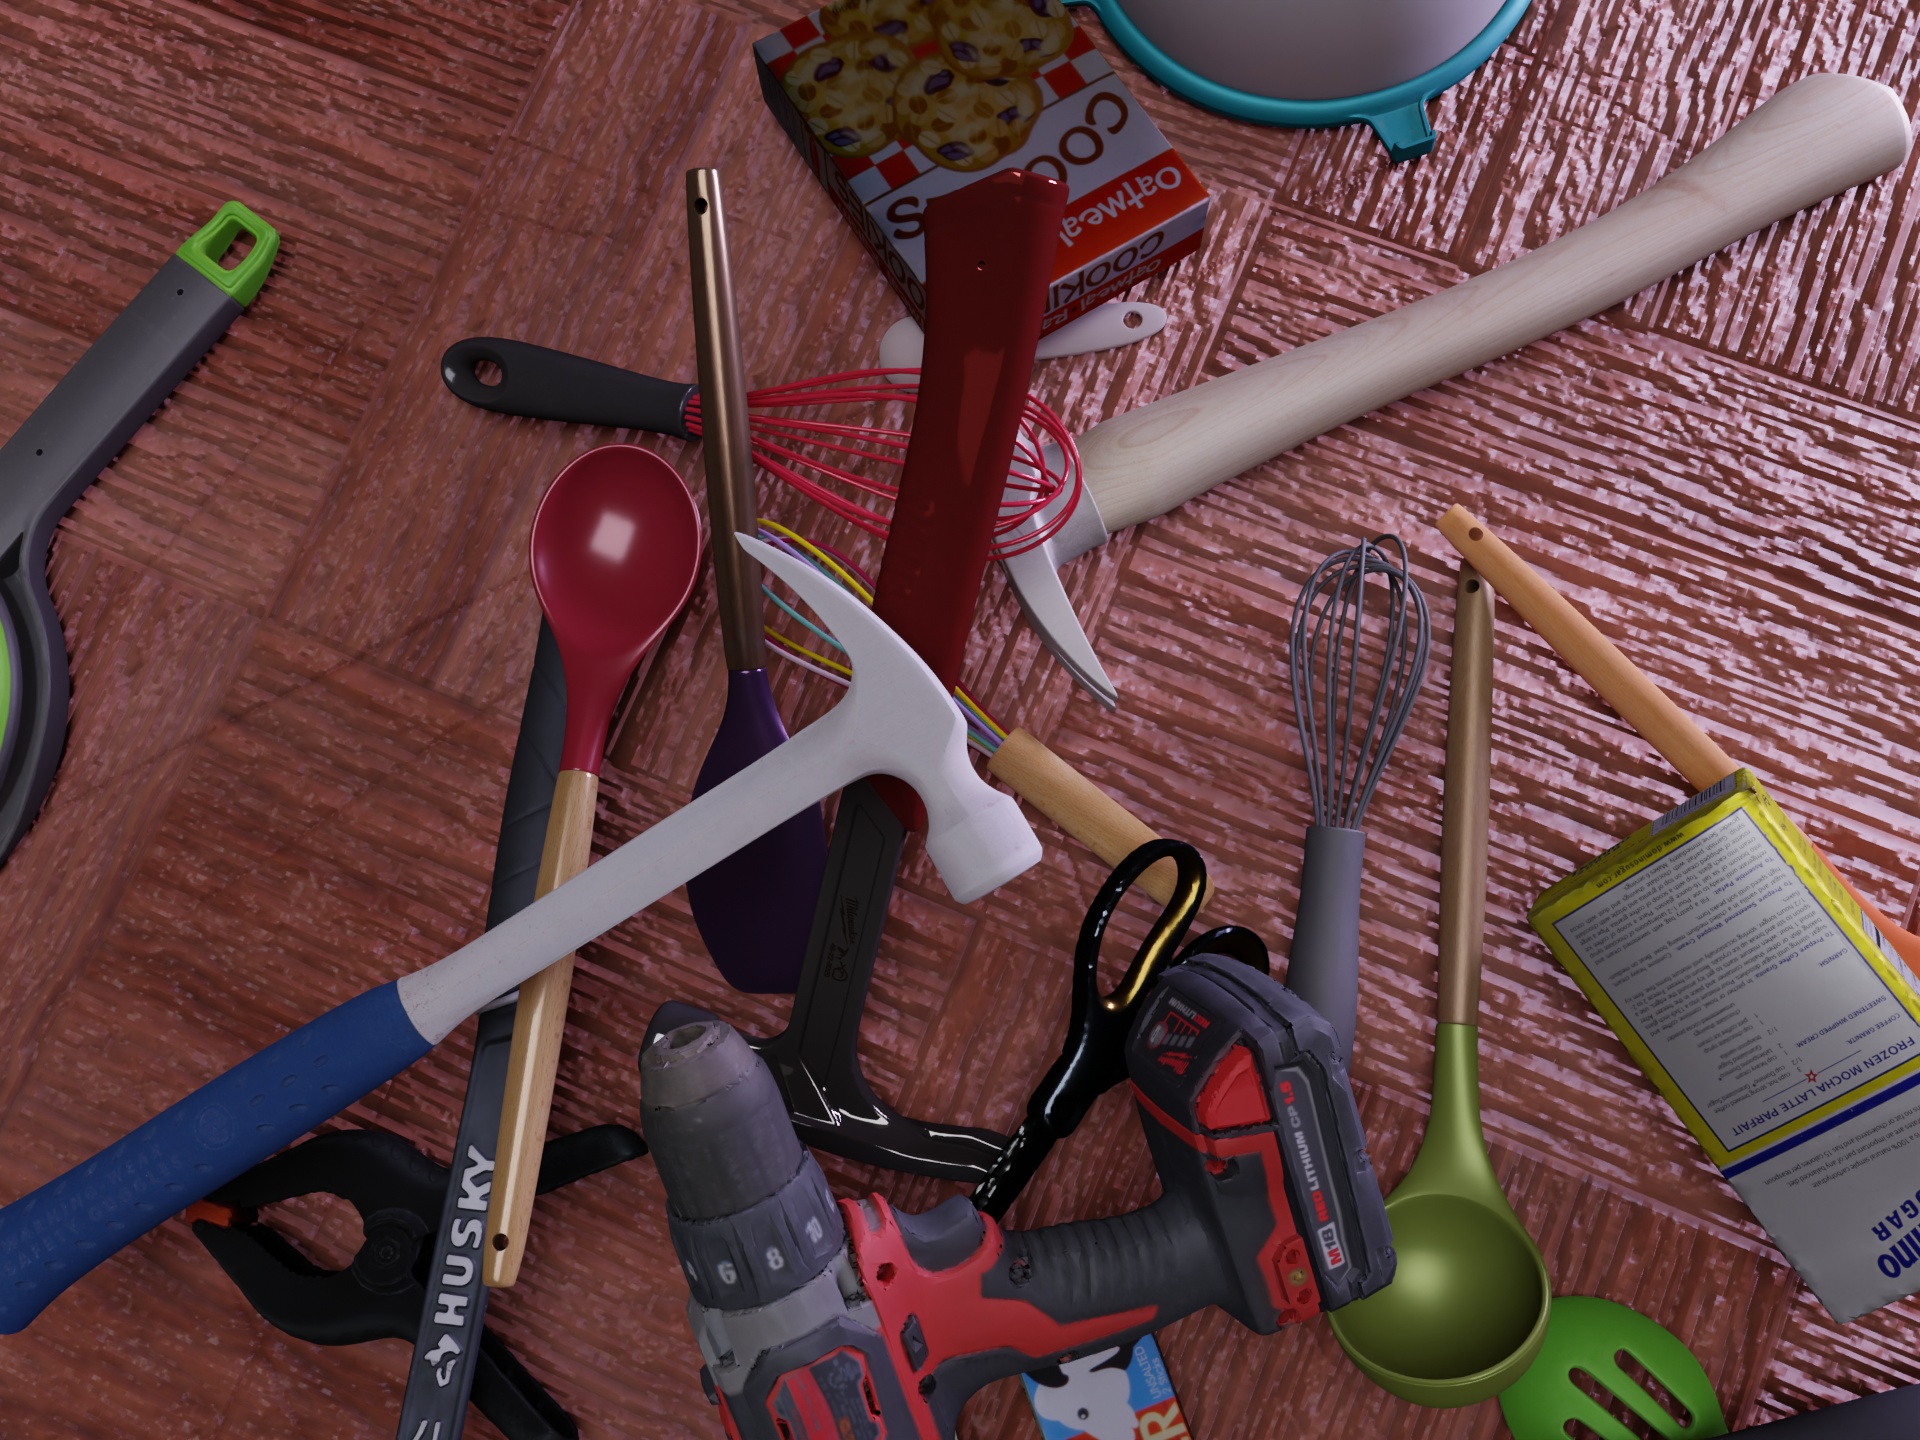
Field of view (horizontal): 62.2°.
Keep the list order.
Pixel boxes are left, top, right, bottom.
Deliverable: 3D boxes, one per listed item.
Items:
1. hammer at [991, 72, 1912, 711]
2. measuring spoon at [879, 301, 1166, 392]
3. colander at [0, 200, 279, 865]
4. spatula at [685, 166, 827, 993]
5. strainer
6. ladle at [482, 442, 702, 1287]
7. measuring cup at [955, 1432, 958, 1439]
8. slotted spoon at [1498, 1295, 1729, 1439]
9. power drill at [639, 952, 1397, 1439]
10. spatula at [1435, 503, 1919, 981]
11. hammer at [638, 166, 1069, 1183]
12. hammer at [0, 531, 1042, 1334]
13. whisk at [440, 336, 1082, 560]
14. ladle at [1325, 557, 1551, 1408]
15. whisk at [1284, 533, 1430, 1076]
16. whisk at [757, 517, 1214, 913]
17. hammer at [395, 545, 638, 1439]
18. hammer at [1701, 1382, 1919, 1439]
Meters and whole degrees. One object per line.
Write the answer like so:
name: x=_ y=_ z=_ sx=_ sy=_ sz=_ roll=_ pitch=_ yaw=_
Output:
hammer: x=0.202 y=-0.150 z=0.651 sx=0.410 sy=0.038 sz=0.146 roll=-25 pitch=80 yaw=-1
measuring spoon: x=0.026 y=-0.165 z=0.674 sx=0.124 sy=0.018 sz=0.034 roll=-8 pitch=78 yaw=2
colander: x=-0.434 y=-0.073 z=0.651 sx=0.204 sy=0.094 sz=0.397 roll=37 pitch=84 yaw=10
spatula: x=-0.086 y=-0.045 z=0.606 sx=0.060 sy=0.018 sz=0.316 roll=-1 pitch=101 yaw=10
strainer: x=0.182 y=-0.423 z=0.674 sx=0.211 sy=0.095 sz=0.340 roll=27 pitch=83 yaw=9
ladle: x=-0.146 y=0.045 z=0.594 sx=0.069 sy=0.031 sz=0.316 roll=4 pitch=73 yaw=4
measuring cup: x=-0.007 y=0.266 z=0.587 sx=0.083 sy=0.038 sz=0.167 roll=-37 pitch=86 yaw=-3
slotted spoon: x=0.327 y=0.319 z=0.556 sx=0.314 sy=0.031 sz=0.070 roll=38 pitch=81 yaw=9
power drill: x=0.015 y=0.155 z=0.528 sx=0.226 sy=0.080 sz=0.187 roll=-22 pitch=104 yaw=-14
spatula: x=0.302 y=0.032 z=0.600 sx=0.081 sy=0.041 sz=0.323 roll=-43 pitch=83 yaw=-4
hammer: x=-0.011 y=-0.009 z=0.567 sx=0.149 sy=0.037 sz=0.359 roll=15 pitch=105 yaw=5
hammer: x=-0.180 y=0.089 z=0.546 sx=0.405 sy=0.035 sz=0.144 roll=-32 pitch=85 yaw=7
whisk: x=-0.090 y=-0.119 z=0.636 sx=0.296 sy=0.073 sz=0.073 roll=15 pitch=80 yaw=21
ladle: x=0.185 y=0.086 z=0.597 sx=0.078 sy=0.062 sz=0.320 roll=-1 pitch=75 yaw=29
whisk: x=0.147 y=0.044 z=0.612 sx=0.055 sy=0.055 sz=0.239 roll=7 pitch=84 yaw=5
whisk: x=-0.002 y=-0.001 z=0.638 sx=0.245 sy=0.051 sz=0.047 roll=38 pitch=105 yaw=6
hammer: x=-0.176 y=0.124 z=0.599 sx=0.149 sy=0.036 sz=0.409 roll=6 pitch=71 yaw=1
hammer: x=0.367 y=0.240 z=0.547 sx=0.331 sy=0.033 sz=0.128 roll=-12 pitch=77 yaw=-6
